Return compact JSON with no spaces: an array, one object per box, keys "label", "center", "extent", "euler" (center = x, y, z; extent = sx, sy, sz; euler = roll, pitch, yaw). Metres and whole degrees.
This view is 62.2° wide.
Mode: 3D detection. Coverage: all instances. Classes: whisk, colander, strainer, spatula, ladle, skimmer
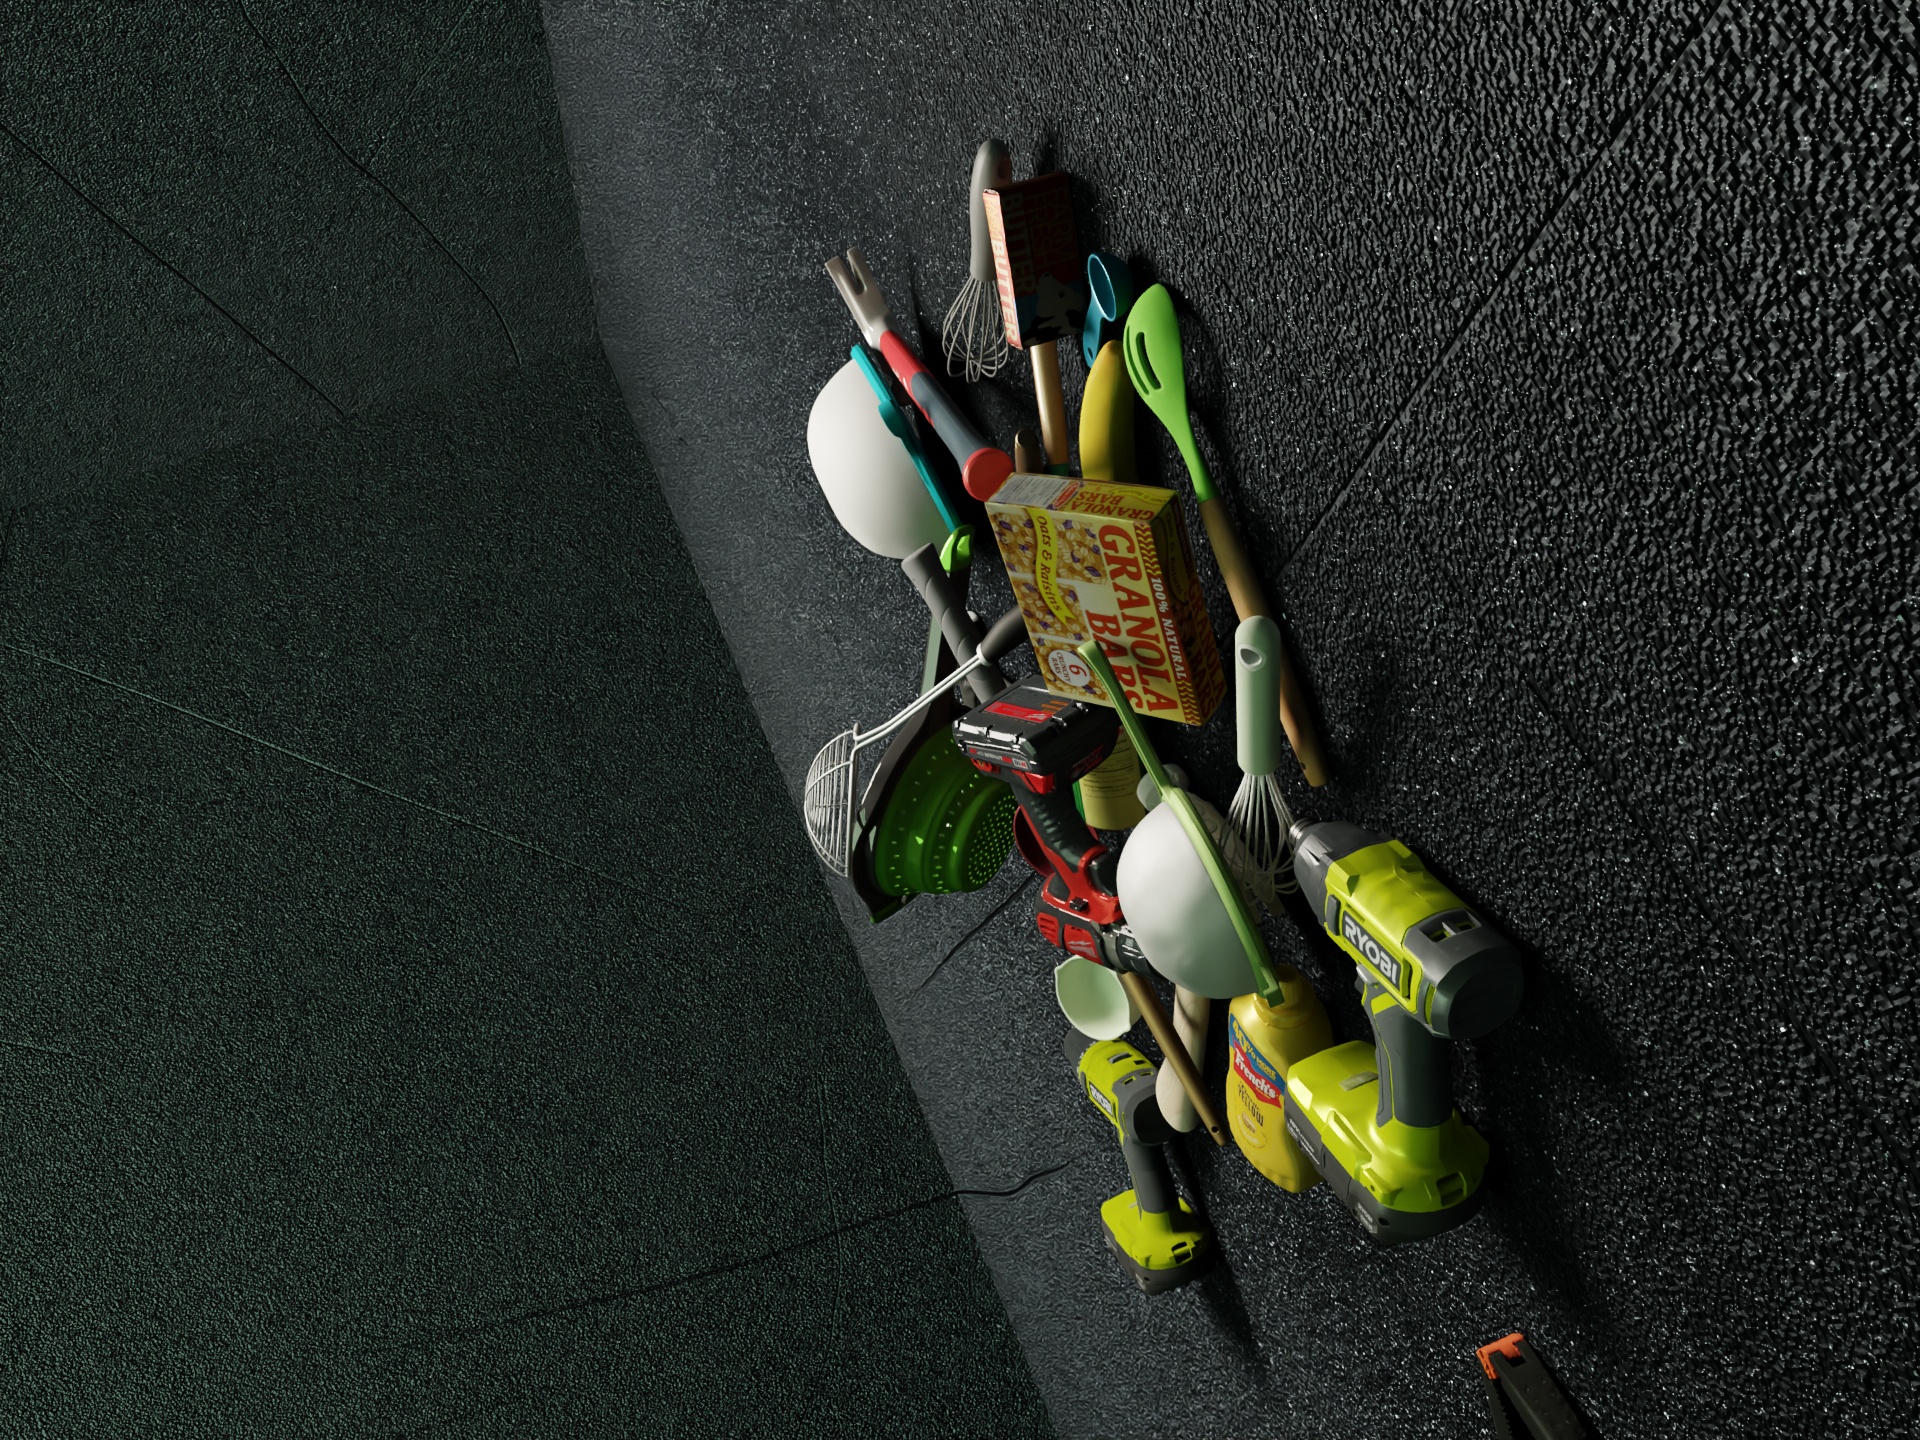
[{"label":"whisk","center":[0.181,0.029,0.959],"extent":[0.058,0.059,0.246],"euler":[21,144,27]},{"label":"colander","center":[0.004,0.021,1.425],"extent":[0.094,0.204,0.396],"euler":[23,122,25]},{"label":"strainer","center":[0.118,0.075,1.023],"extent":[0.256,0.069,0.151],"euler":[63,-179,1]},{"label":"spatula","center":[0.050,-0.170,1.121],"extent":[0.316,0.018,0.060],"euler":[9,-108,-86]},{"label":"spatula","center":[0.076,-0.206,1.103],"extent":[0.082,0.044,0.317],"euler":[-46,-52,-70]},{"label":"whisk","center":[0.015,-0.321,1.131],"extent":[0.238,0.055,0.055],"euler":[96,151,-65]},{"label":"ladle","center":[0.136,0.198,1.276],"extent":[0.315,0.069,0.031],"euler":[61,-151,5]},{"label":"strainer","center":[-0.079,-0.218,1.360],"extent":[0.211,0.095,0.340],"euler":[61,-178,-2]},{"label":"skimmer","center":[-0.002,-0.004,1.268],"extent":[0.090,0.363,0.127],"euler":[36,-148,-27]}]

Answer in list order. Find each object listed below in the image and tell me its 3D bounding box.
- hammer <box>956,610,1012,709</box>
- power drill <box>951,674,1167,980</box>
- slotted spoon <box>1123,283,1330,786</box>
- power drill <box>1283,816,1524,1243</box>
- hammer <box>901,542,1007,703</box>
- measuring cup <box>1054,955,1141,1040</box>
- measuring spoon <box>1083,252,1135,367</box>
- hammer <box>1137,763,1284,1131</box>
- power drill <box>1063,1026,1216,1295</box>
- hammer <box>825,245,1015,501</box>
[{"label":"hammer","center":[0.067,0.002,1.428],"extent":[0.337,0.034,0.127],"euler":[-139,33,-63]},{"label":"power drill","center":[0.099,0.089,1.147],"extent":[0.188,0.080,0.226],"euler":[14,131,56]},{"label":"slotted spoon","center":[0.159,-0.108,0.949],"extent":[0.070,0.031,0.314],"euler":[161,88,-78]},{"label":"power drill","center":[0.244,0.174,0.920],"extent":[0.171,0.080,0.223],"euler":[-130,28,-54]},{"label":"hammer","center":[0.056,0.032,1.347],"extent":[0.408,0.036,0.149],"euler":[62,166,-18]},{"label":"measuring cup","center":[0.133,0.192,1.321],"extent":[0.083,0.038,0.167],"euler":[36,126,27]},{"label":"measuring spoon","center":[0.095,-0.259,1.016],"extent":[0.128,0.021,0.042],"euler":[93,155,-78]},{"label":"hammer","center":[0.189,0.218,1.263],"extent":[0.410,0.038,0.146],"euler":[84,159,-46]},{"label":"power drill","center":[0.166,0.414,1.539],"extent":[0.191,0.080,0.228],"euler":[-150,45,-69]},{"label":"hammer","center":[-0.031,-0.266,1.239],"extent":[0.143,0.038,0.387],"euler":[60,-178,-30]}]
